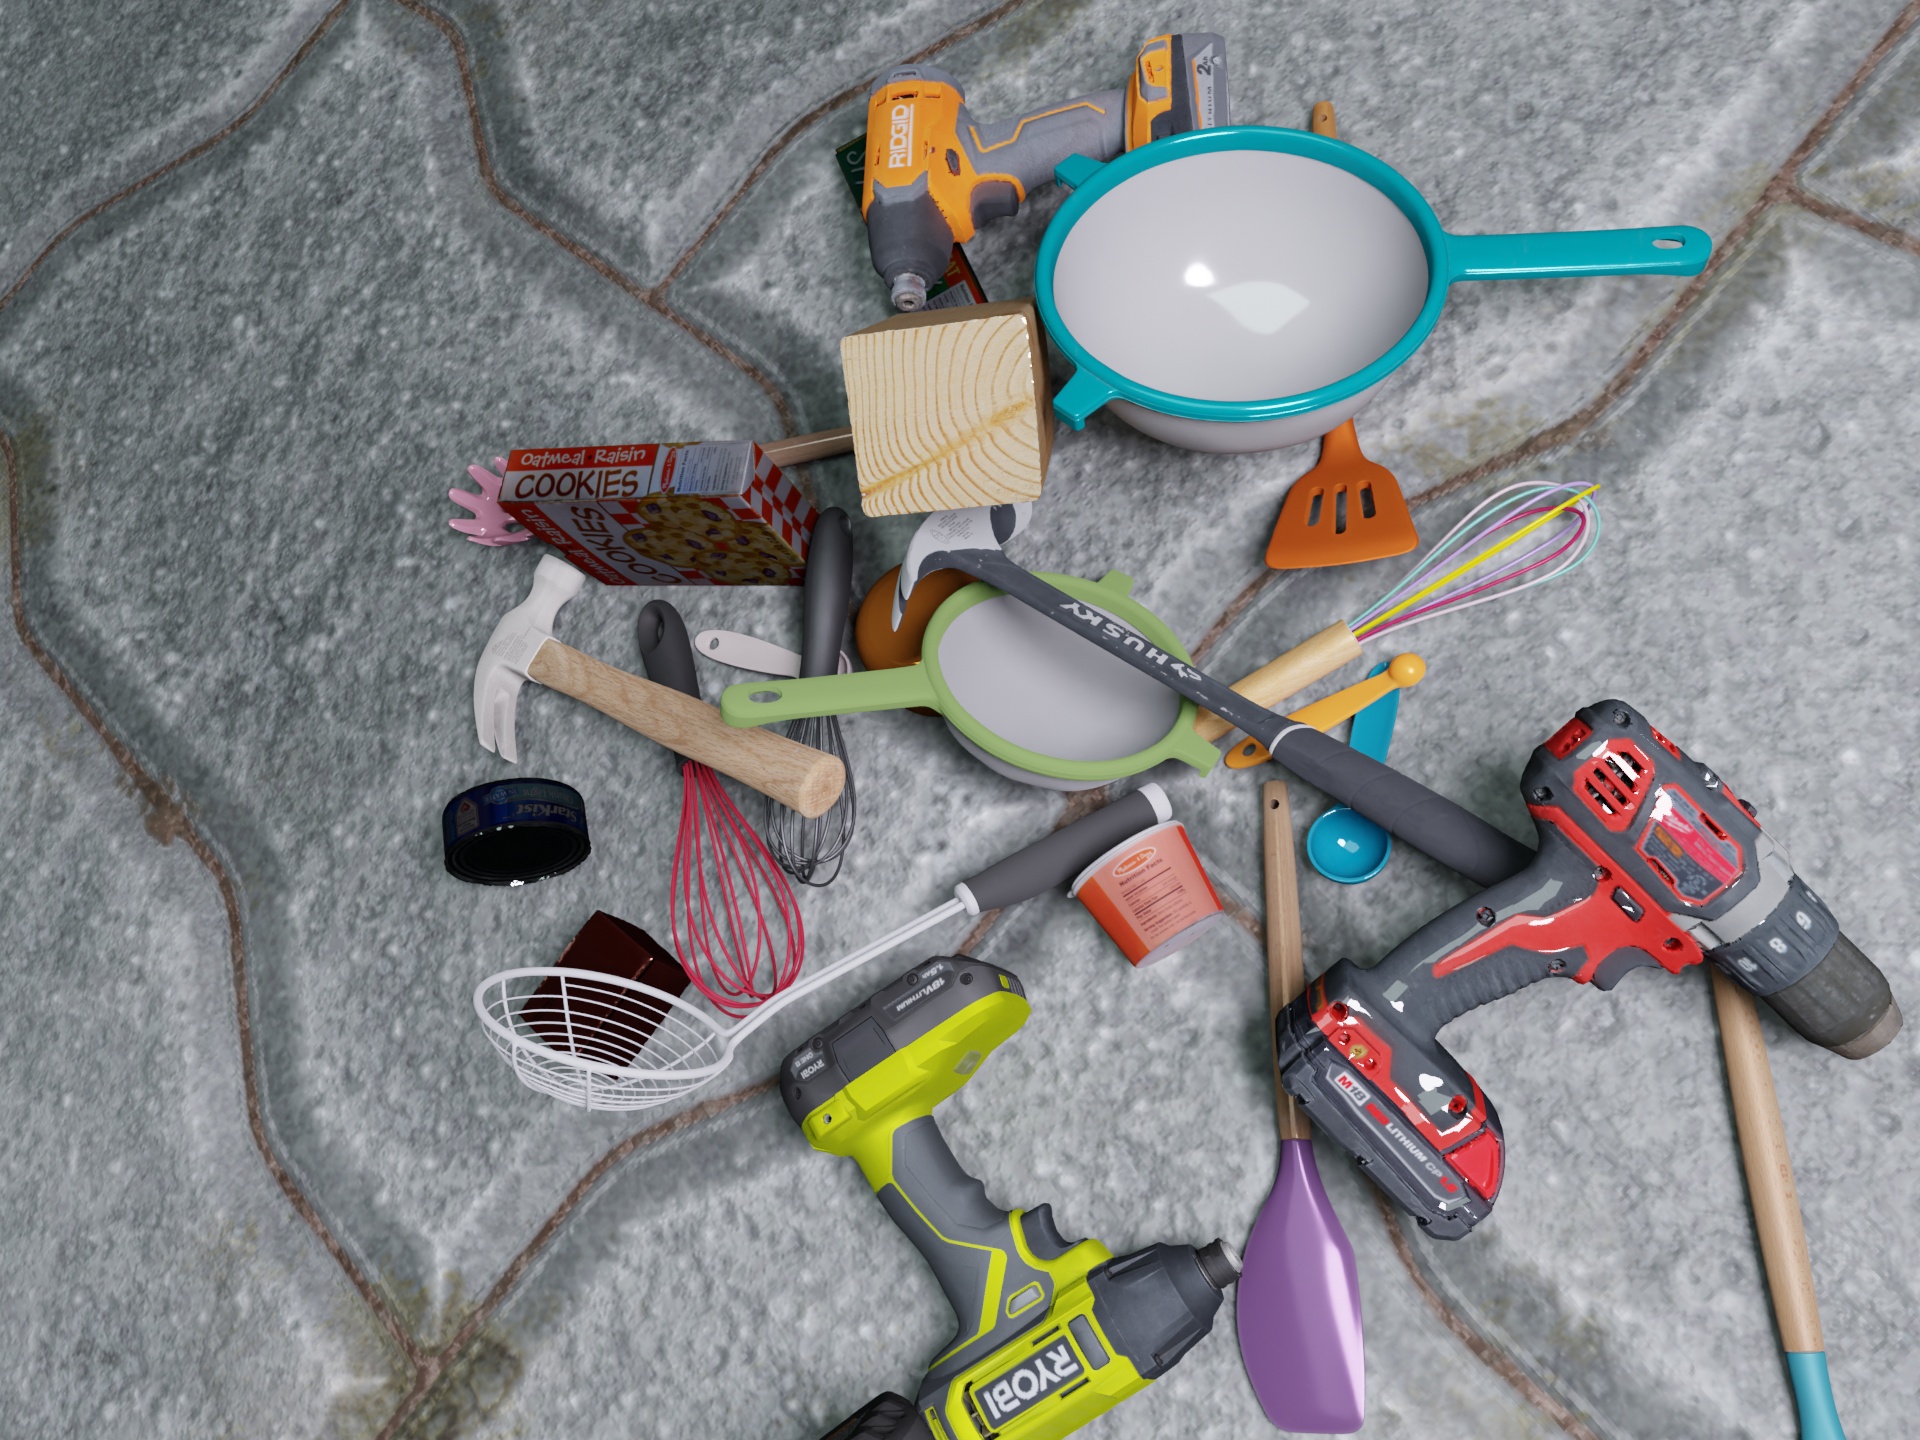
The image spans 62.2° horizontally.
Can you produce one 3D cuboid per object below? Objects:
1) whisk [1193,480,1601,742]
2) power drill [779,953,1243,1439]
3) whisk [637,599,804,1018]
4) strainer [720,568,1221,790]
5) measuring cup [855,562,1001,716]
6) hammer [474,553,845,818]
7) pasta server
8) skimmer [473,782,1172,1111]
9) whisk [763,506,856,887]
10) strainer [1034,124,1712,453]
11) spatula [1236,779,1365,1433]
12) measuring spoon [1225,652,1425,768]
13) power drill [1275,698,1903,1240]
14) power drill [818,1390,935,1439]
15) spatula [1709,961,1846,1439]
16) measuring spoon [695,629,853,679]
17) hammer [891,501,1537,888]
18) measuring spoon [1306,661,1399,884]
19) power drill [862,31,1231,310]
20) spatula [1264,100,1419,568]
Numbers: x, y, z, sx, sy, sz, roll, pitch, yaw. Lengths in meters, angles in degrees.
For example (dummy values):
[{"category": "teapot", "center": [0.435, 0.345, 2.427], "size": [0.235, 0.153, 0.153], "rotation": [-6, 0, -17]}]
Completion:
[{"category": "whisk", "center": [0.228, -0.055, 0.844], "size": [0.245, 0.051, 0.047], "rotation": [-32, 22, 13]}, {"category": "power drill", "center": [0.020, 0.237, 0.797], "size": [0.171, 0.080, 0.223], "rotation": [-35, 67, 7]}, {"category": "whisk", "center": [-0.152, 0.043, 0.943], "size": [0.073, 0.073, 0.296], "rotation": [-27, 57, 10]}, {"category": "strainer", "center": [-0.001, -0.003, 0.845], "size": [0.256, 0.069, 0.152], "rotation": [-6, 49, -18]}, {"category": "measuring cup", "center": [-0.014, -0.092, 0.938], "size": [0.095, 0.052, 0.174], "rotation": [-1, 73, 20]}, {"category": "hammer", "center": [-0.187, -0.006, 0.940], "size": [0.331, 0.031, 0.130], "rotation": [21, 79, 42]}, {"category": "pasta server", "center": [-0.188, -0.162, 1.040], "size": [0.316, 0.040, 0.060], "rotation": [-9, 74, 16]}, {"category": "skimmer", "center": [-0.060, 0.095, 0.814], "size": [0.363, 0.090, 0.127], "rotation": [-26, 19, -12]}, {"category": "whisk", "center": [-0.080, -0.018, 0.924], "size": [0.055, 0.055, 0.239], "rotation": [-5, 66, 19]}, {"category": "strainer", "center": [0.211, -0.216, 0.848], "size": [0.340, 0.095, 0.211], "rotation": [-1, 58, 6]}, {"category": "spatula", "center": [0.163, 0.183, 0.792], "size": [0.060, 0.018, 0.316], "rotation": [-6, 70, 20]}, {"category": "measuring spoon", "center": [0.191, -0.005, 0.844], "size": [0.117, 0.011, 0.021], "rotation": [-29, 45, 17]}, {"category": "power drill", "center": [0.273, 0.127, 0.704], "size": [0.188, 0.080, 0.226], "rotation": [45, 103, 2]}, {"category": "power drill", "center": [-0.020, 0.443, 0.709], "size": [0.190, 0.080, 0.228], "rotation": [-41, 81, 13]}, {"category": "spatula", "center": [0.358, 0.243, 0.681], "size": [0.082, 0.044, 0.318], "rotation": [-12, 66, 25]}, {"category": "measuring spoon", "center": [-0.115, -0.036, 0.982], "size": [0.124, 0.018, 0.034], "rotation": [16, 81, 32]}, {"category": "hammer", "center": [0.148, 0.002, 0.792], "size": [0.409, 0.149, 0.036], "rotation": [31, 125, 13]}, {"category": "measuring spoon", "center": [0.213, 0.029, 0.833], "size": [0.042, 0.021, 0.129], "rotation": [8, 65, 22]}, {"category": "power drill", "center": [0.050, -0.329, 0.969], "size": [0.226, 0.084, 0.164], "rotation": [-2, 68, 12]}, {"category": "spatula", "center": [0.213, -0.227, 0.909], "size": [0.081, 0.041, 0.323], "rotation": [-5, 69, 20]}]
